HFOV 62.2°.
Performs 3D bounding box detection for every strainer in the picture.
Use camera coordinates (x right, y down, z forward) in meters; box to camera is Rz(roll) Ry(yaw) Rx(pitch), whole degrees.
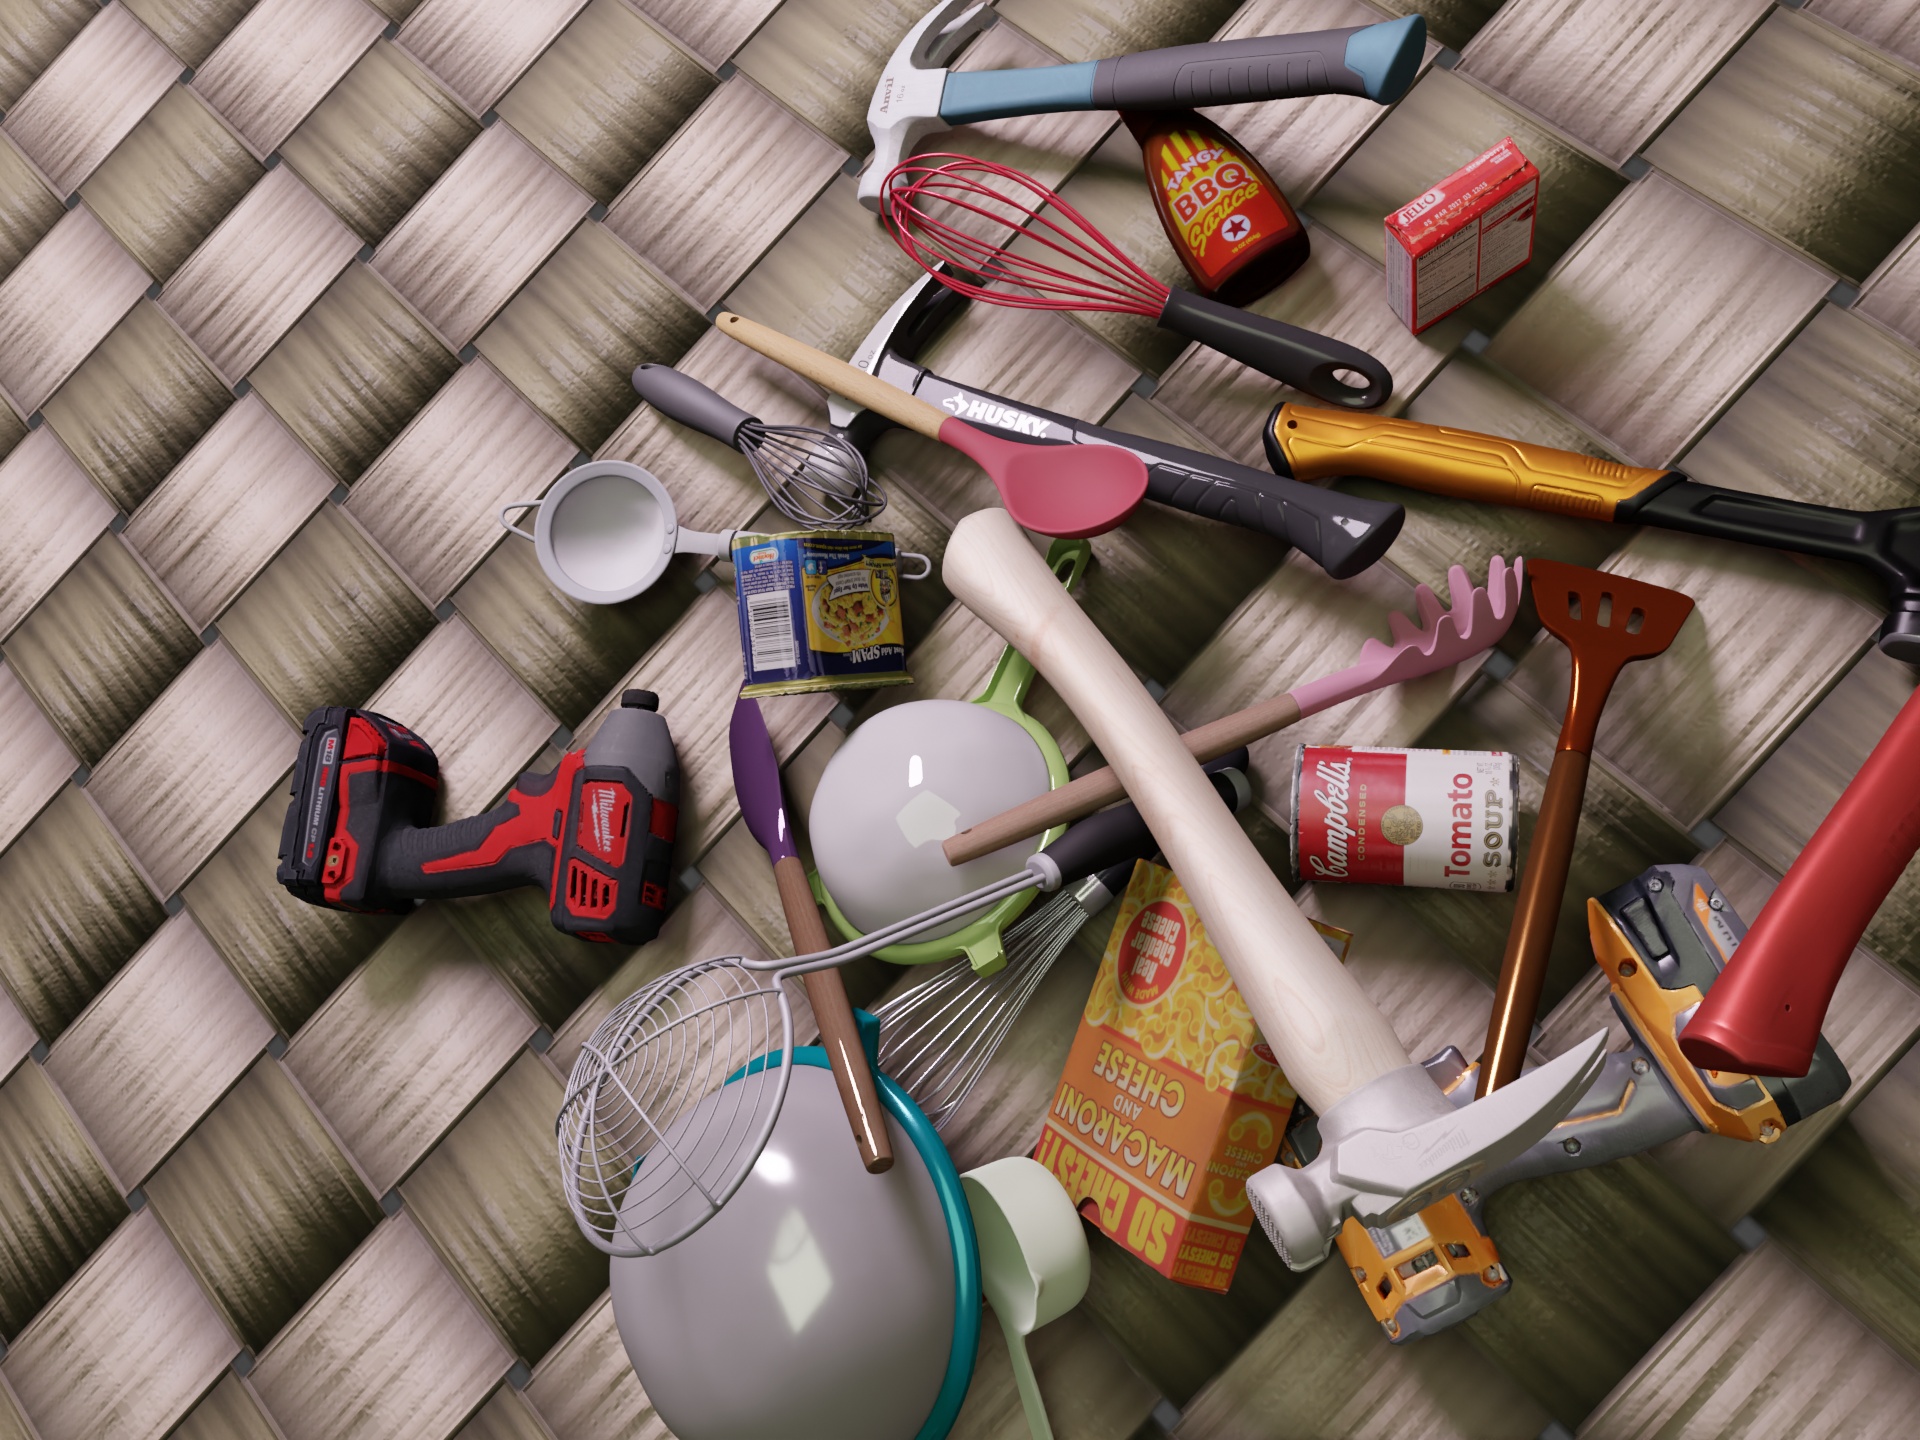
[{"bbox_3d":[-0.001,-0.003,0.823,0.152,0.069,0.256,12,69,40],"label":"strainer"},{"bbox_3d":[-0.141,-0.100,0.926,0.258,0.050,0.087,8,84,13],"label":"strainer"},{"bbox_3d":[-0.075,0.315,0.717,0.211,0.095,0.341,-39,60,30],"label":"strainer"}]

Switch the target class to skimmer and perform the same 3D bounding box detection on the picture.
[{"bbox_3d":[-0.009,0.115,0.715,0.363,0.090,0.127,-20,24,-28],"label":"skimmer"}]

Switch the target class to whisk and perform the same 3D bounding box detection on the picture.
[{"bbox_3d":[0.041,0.108,0.806,0.284,0.070,0.070,-44,68,-3],"label":"whisk"},{"bbox_3d":[-0.124,-0.161,0.910,0.239,0.055,0.055,34,87,40],"label":"whisk"},{"bbox_3d":[0.092,-0.230,0.851,0.296,0.073,0.073,23,83,4],"label":"whisk"}]

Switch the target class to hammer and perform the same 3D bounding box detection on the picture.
[{"bbox_3d":[0.076,-0.149,0.857,0.335,0.035,0.146,22,83,28],"label":"hammer"},{"bbox_3d":[0.405,-0.001,0.670,0.149,0.036,0.359,41,75,4],"label":"hammer"},{"bbox_3d":[0.103,0.030,0.709,0.146,0.038,0.411,-27,50,-4],"label":"hammer"},{"bbox_3d":[0.090,-0.352,0.883,0.331,0.033,0.128,9,86,32],"label":"hammer"},{"bbox_3d":[0.319,-0.123,0.791,0.337,0.034,0.127,14,77,21],"label":"hammer"}]

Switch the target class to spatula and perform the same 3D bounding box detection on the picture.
[{"bbox_3d":[-0.081,0.093,0.794,0.316,0.018,0.059,-116,38,-46],"label":"spatula"},{"bbox_3d":[0.263,0.042,0.699,0.081,0.041,0.323,16,59,16],"label":"spatula"}]

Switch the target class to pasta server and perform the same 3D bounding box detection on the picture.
[{"bbox_3d":[0.135,-0.003,0.772,0.316,0.060,0.040,-23,100,-7],"label":"pasta server"}]

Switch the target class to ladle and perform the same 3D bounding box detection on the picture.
[{"bbox_3d":[-0.027,-0.169,0.872,0.316,0.031,0.069,31,64,30],"label":"ladle"}]

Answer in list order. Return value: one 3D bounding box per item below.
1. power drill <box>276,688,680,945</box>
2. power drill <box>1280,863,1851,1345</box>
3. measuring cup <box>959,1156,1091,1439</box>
[{"bbox_3d":[-0.265,0.049,0.906,0.220,0.078,0.143,2,76,15],"label":"power drill"},{"bbox_3d":[0.246,0.149,0.722,0.226,0.084,0.185,-32,67,11],"label":"power drill"},{"bbox_3d":[0.041,0.284,0.749,0.038,0.083,0.167,-19,102,-24],"label":"measuring cup"}]
